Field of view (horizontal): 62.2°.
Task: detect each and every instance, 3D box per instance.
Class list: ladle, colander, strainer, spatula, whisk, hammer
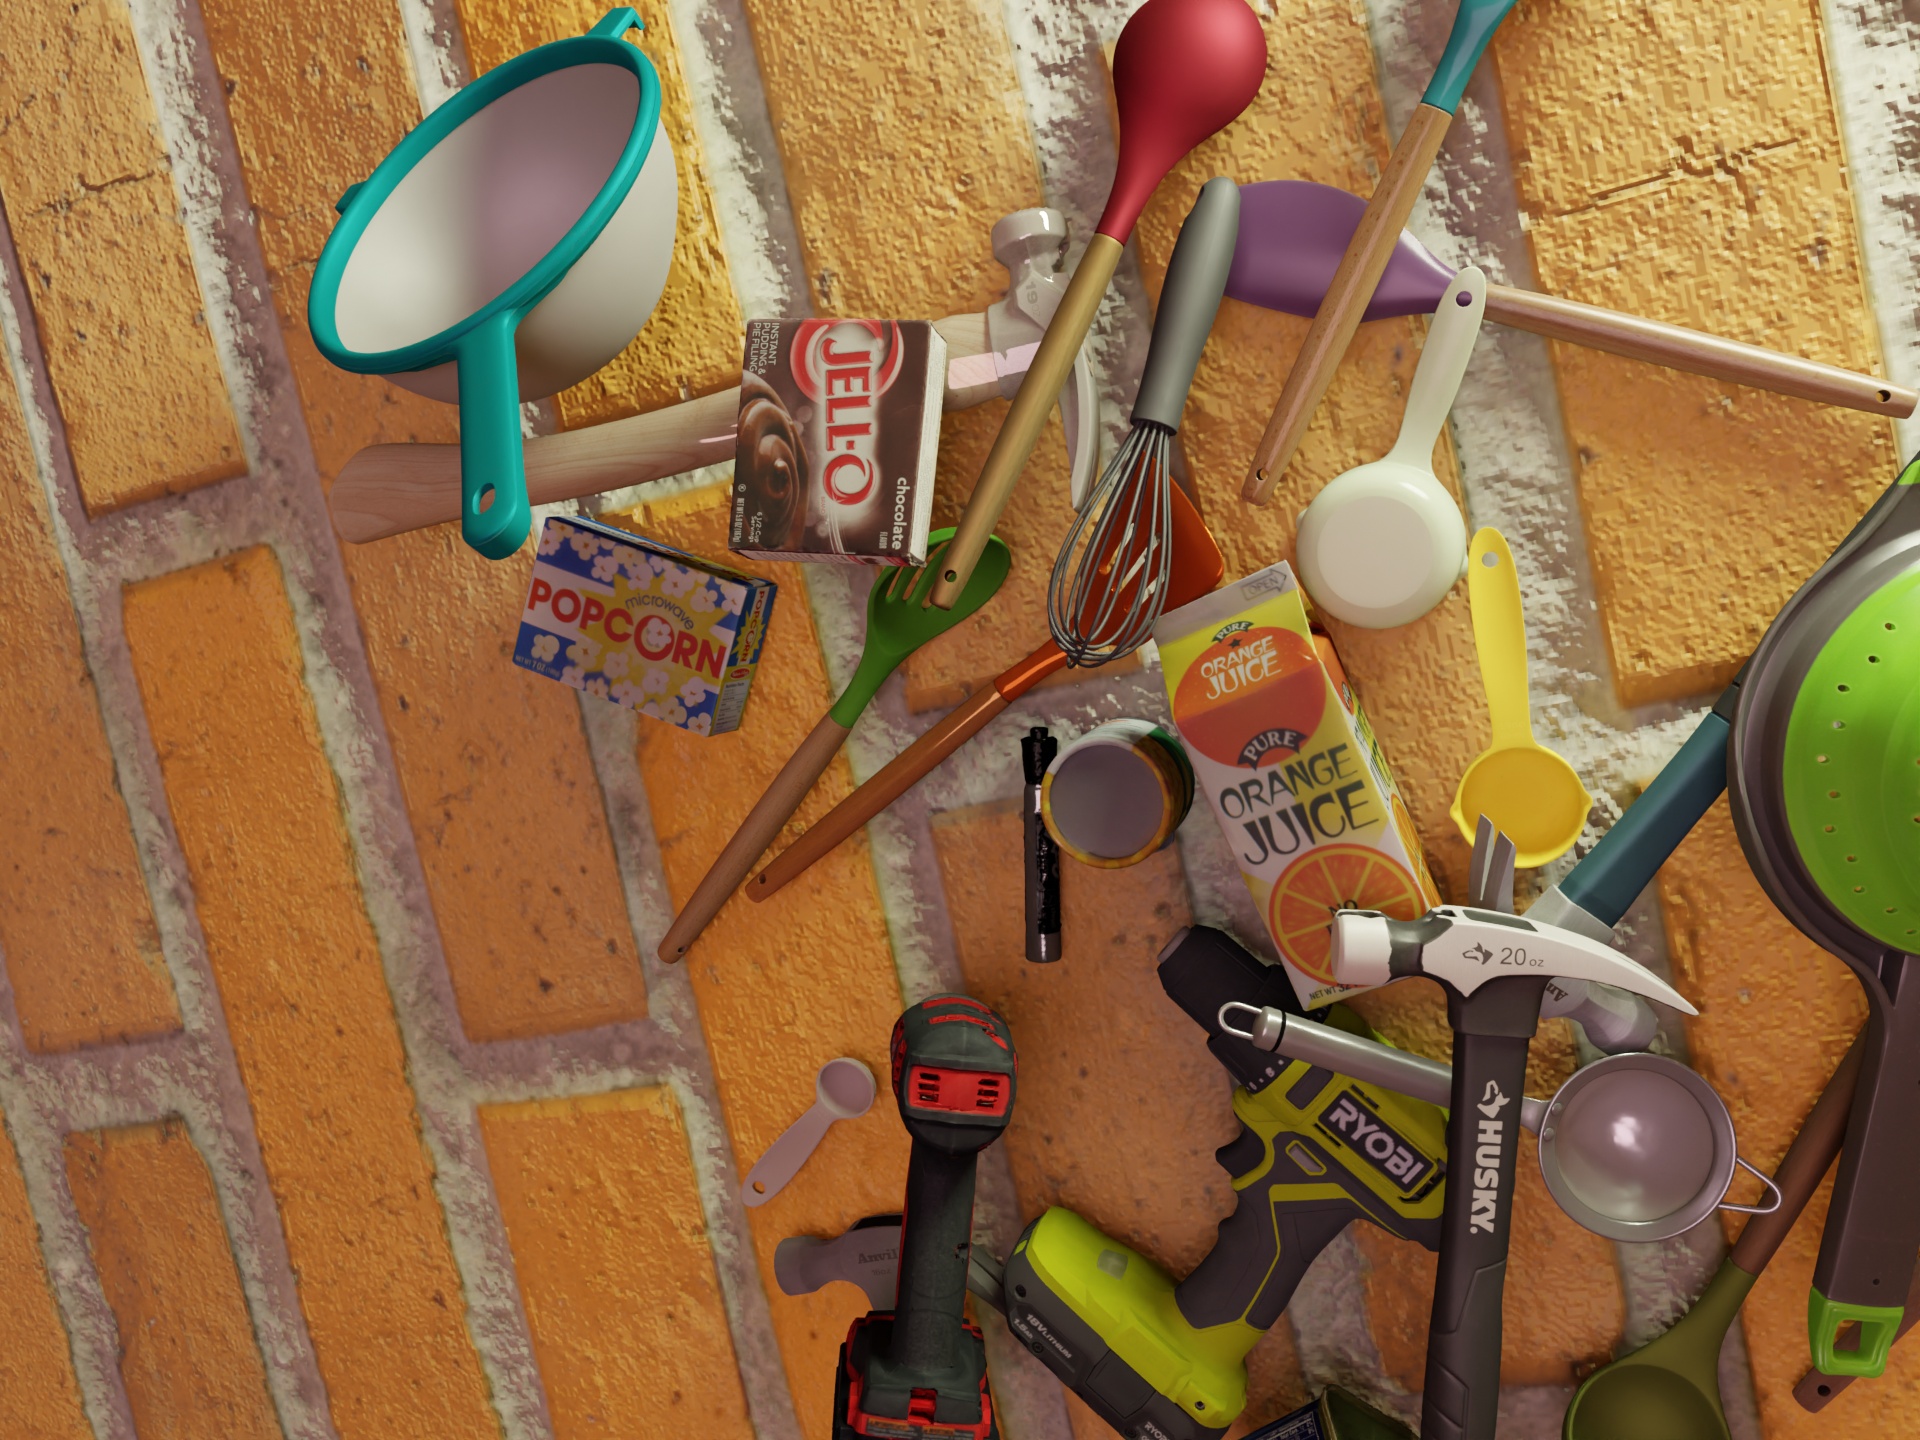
[{"bbox_3d":[0.055,-0.195,0.725,0.069,0.031,0.315,25,91,7],"label":"ladle"},{"bbox_3d":[0.410,0.098,0.629,0.204,0.094,0.397,6,100,-3],"label":"colander"},{"bbox_3d":[-0.200,-0.182,0.754,0.211,0.095,0.341,-27,51,15],"label":"strainer"},{"bbox_3d":[-0.001,-0.003,0.806,0.322,0.041,0.081,-39,62,20],"label":"spatula"},{"bbox_3d":[0.088,-0.136,0.723,0.055,0.055,0.239,15,86,15],"label":"whisk"},{"bbox_3d":[0.229,0.247,0.696,0.146,0.035,0.334,2,99,5],"label":"hammer"},{"bbox_3d":[0.201,-0.241,0.704,0.082,0.044,0.317,28,106,14],"label":"spatula"},{"bbox_3d":[0.344,-0.007,0.684,0.128,0.033,0.331,31,103,-17],"label":"hammer"},{"bbox_3d":[0.239,0.170,0.720,0.258,0.050,0.087,18,94,-1],"label":"strainer"},{"bbox_3d":[-0.134,-0.136,0.803,0.410,0.038,0.146,-10,85,15],"label":"hammer"},{"bbox_3d":[0.257,-0.184,0.708,0.316,0.018,0.059,20,102,15],"label":"spatula"},{"bbox_3d":[0.007,0.429,0.873,0.130,0.031,0.331,-17,93,20],"label":"hammer"},{"bbox_3d":[0.368,0.228,0.715,0.078,0.062,0.320,26,102,10],"label":"ladle"}]

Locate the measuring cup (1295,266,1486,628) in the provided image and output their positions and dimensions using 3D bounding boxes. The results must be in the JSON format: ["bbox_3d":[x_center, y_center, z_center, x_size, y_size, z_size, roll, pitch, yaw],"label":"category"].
[{"bbox_3d":[0.203,-0.120,0.717,0.083,0.038,0.167,20,110,15],"label":"measuring cup"}]

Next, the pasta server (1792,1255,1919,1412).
[{"bbox_3d":[0.470,0.192,0.685,0.060,0.040,0.316,39,109,18],"label":"pasta server"}]

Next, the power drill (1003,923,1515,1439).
[{"bbox_3d":[0.126,0.230,0.782,0.190,0.080,0.228,40,105,7],"label":"power drill"}]

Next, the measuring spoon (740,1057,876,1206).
[{"bbox_3d":[-0.086,0.230,0.885,0.034,0.018,0.124,42,115,6],"label":"measuring spoon"}]

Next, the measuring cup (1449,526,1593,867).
[{"bbox_3d":[0.252,-0.011,0.732,0.062,0.029,0.156,-7,93,19],"label":"measuring cup"}]

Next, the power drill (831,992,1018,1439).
[{"bbox_3d":[-0.013,0.245,0.781,0.078,0.143,0.219,6,90,-3],"label":"power drill"}]

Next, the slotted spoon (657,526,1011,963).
[{"bbox_3d":[-0.078,0.017,0.834,0.313,0.070,0.031,-53,49,22],"label":"slotted spoon"}]
